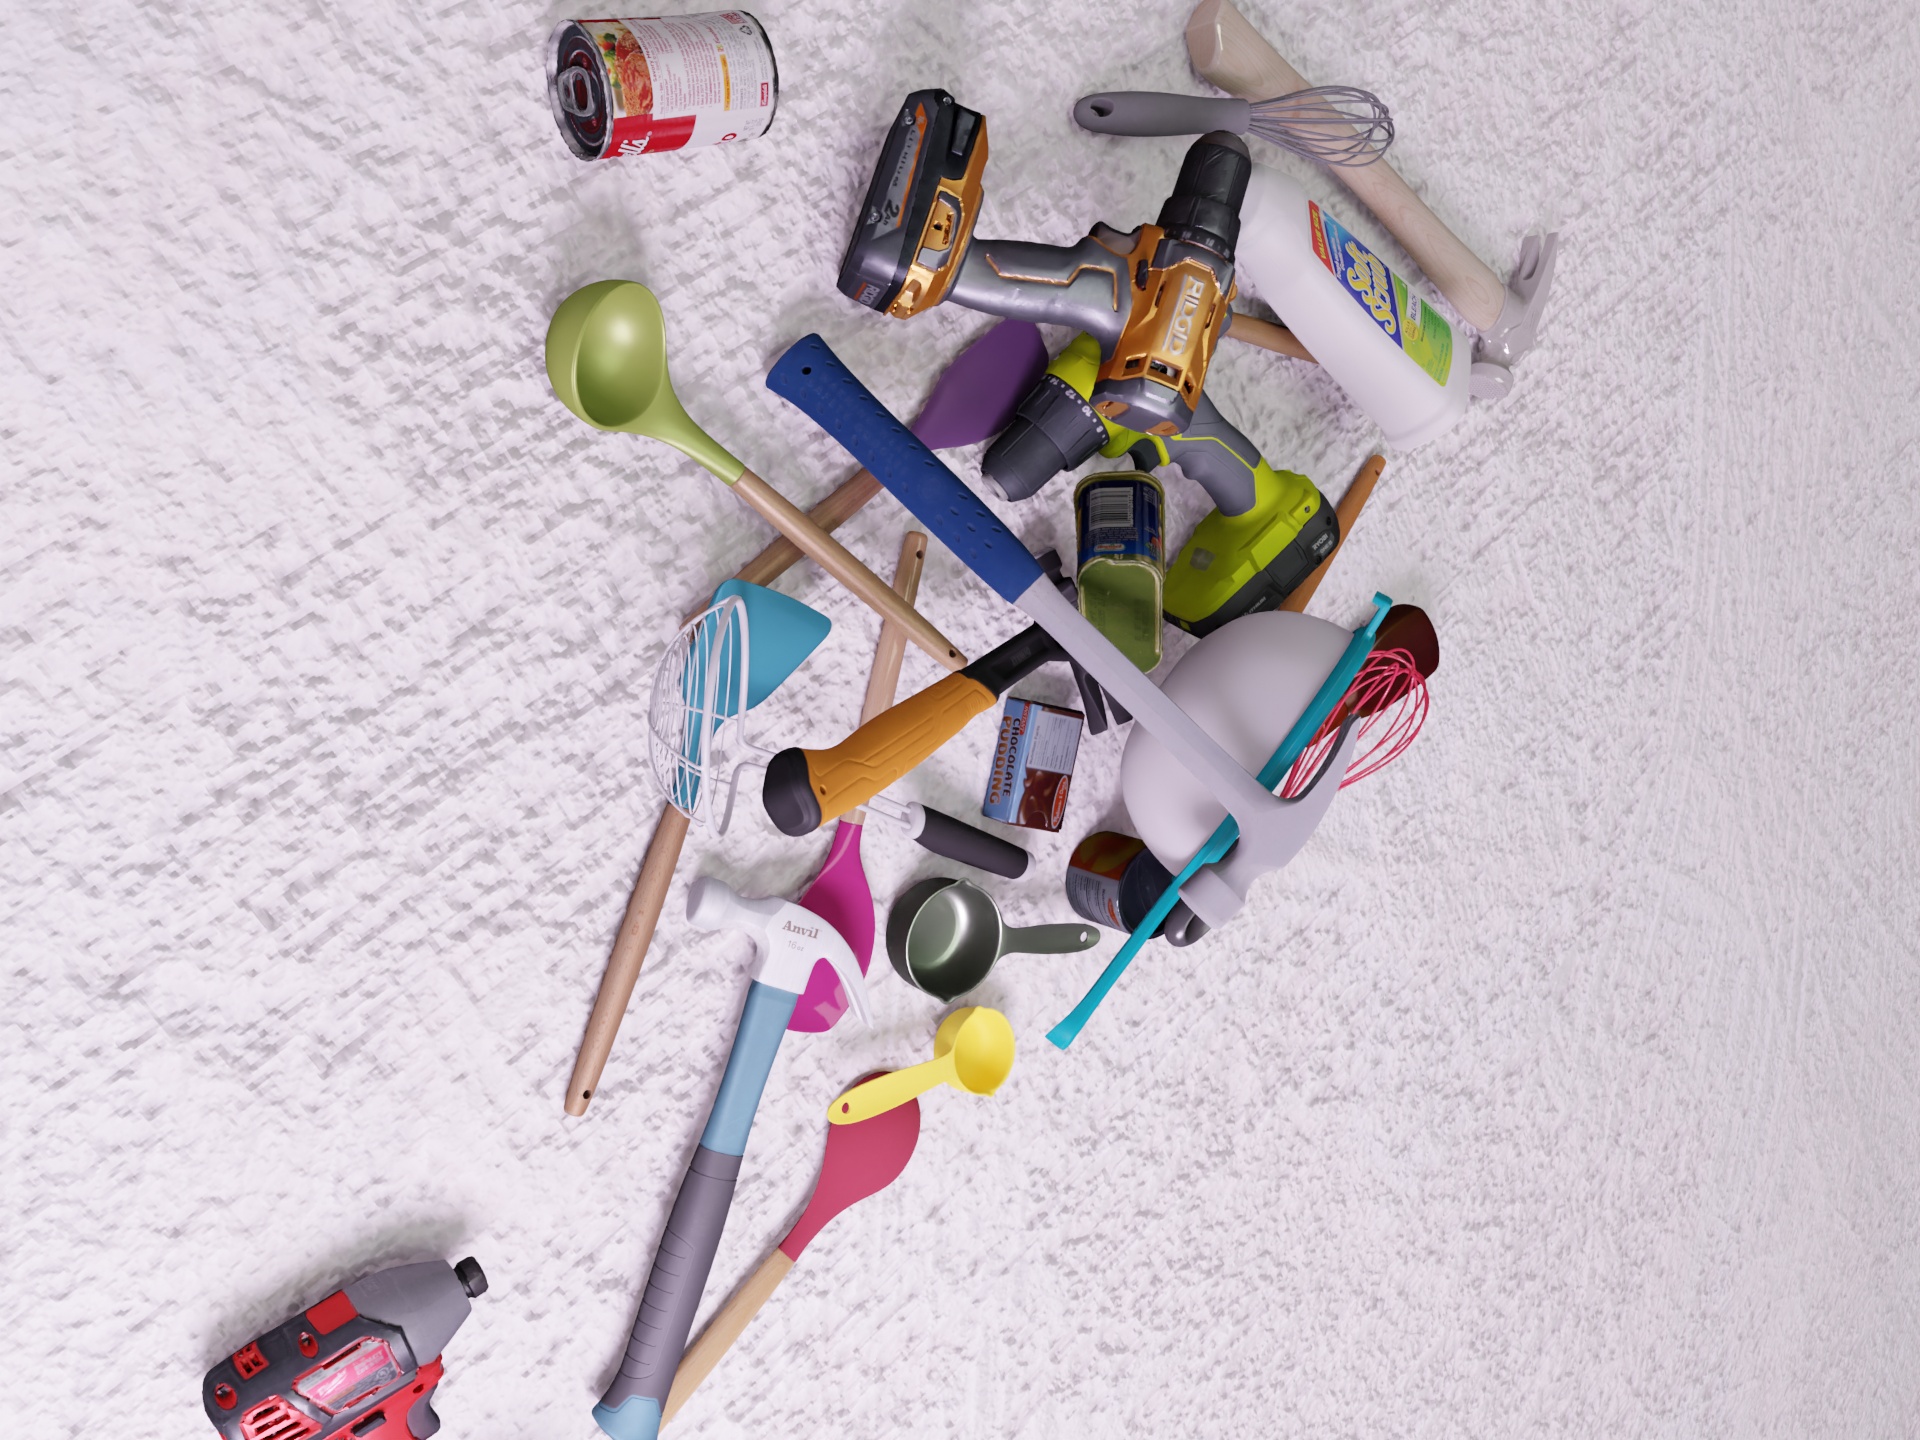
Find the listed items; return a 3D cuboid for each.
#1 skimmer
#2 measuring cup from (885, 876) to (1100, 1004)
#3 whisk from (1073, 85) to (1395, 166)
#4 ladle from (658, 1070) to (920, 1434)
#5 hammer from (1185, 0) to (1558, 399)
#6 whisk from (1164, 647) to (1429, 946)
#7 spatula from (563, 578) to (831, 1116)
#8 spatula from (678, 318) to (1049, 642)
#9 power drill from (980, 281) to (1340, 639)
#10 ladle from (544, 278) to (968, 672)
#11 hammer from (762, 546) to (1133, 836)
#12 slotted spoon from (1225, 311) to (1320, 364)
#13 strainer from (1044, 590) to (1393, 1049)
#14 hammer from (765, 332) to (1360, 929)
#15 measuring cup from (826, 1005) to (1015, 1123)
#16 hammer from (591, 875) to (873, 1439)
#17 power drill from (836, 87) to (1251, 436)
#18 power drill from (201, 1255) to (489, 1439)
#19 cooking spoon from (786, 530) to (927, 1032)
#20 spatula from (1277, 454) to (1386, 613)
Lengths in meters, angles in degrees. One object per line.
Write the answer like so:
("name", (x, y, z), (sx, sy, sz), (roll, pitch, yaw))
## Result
("skimmer", (-0.045, 0.039, 0.923), (0.363, 0.090, 0.127), (27, 60, -47))
("measuring cup", (0.022, 0.142, 1.056), (0.167, 0.038, 0.083), (5, 94, -38))
("whisk", (0.186, -0.399, 1.059), (0.239, 0.055, 0.055), (-5, 101, -18))
("ladle", (-0.127, 0.352, 0.988), (0.315, 0.031, 0.069), (-49, 115, -18))
("hammer", (0.315, -0.404, 1.184), (0.410, 0.038, 0.146), (28, 79, -35))
("whisk", (0.241, 0.053, 1.130), (0.296, 0.073, 0.073), (-45, 120, -21))
("spatula", (-0.164, 0.075, 0.905), (0.082, 0.044, 0.317), (22, 85, -44))
("spatula", (-0.051, -0.147, 0.968), (0.316, 0.018, 0.059), (-43, 124, -24))
("power drill", (0.135, -0.162, 1.057), (0.190, 0.080, 0.228), (-45, 120, -4))
("ladle", (-0.100, -0.123, 0.895), (0.319, 0.062, 0.078), (40, 67, -29))
("hammer", (-0.001, -0.003, 0.918), (0.337, 0.034, 0.127), (-33, 99, -55))
("slotted spoon", (0.204, -0.280, 1.128), (0.313, 0.031, 0.070), (5, 92, -38))
("strainer", (0.130, 0.049, 1.007), (0.095, 0.211, 0.340), (37, 69, 7))
("hammer", (0.051, -0.072, 0.909), (0.405, 0.035, 0.144), (44, 94, 2))
("measuring cup", (-0.029, 0.227, 1.026), (0.156, 0.029, 0.062), (-13, 97, -40))
("hammer", (-0.147, 0.266, 0.941), (0.128, 0.033, 0.331), (20, 86, -23))
("power drill", (0.060, -0.291, 0.940), (0.226, 0.084, 0.185), (19, 85, -12))
("power drill", (-0.291, 0.398, 0.846), (0.143, 0.079, 0.219), (-27, 110, -30))
("cooking spoon", (-0.062, 0.038, 0.989), (0.068, 0.017, 0.319), (13, 90, -35))
("spatula", (0.247, -0.072, 1.183), (0.081, 0.041, 0.323), (40, 72, -26))
